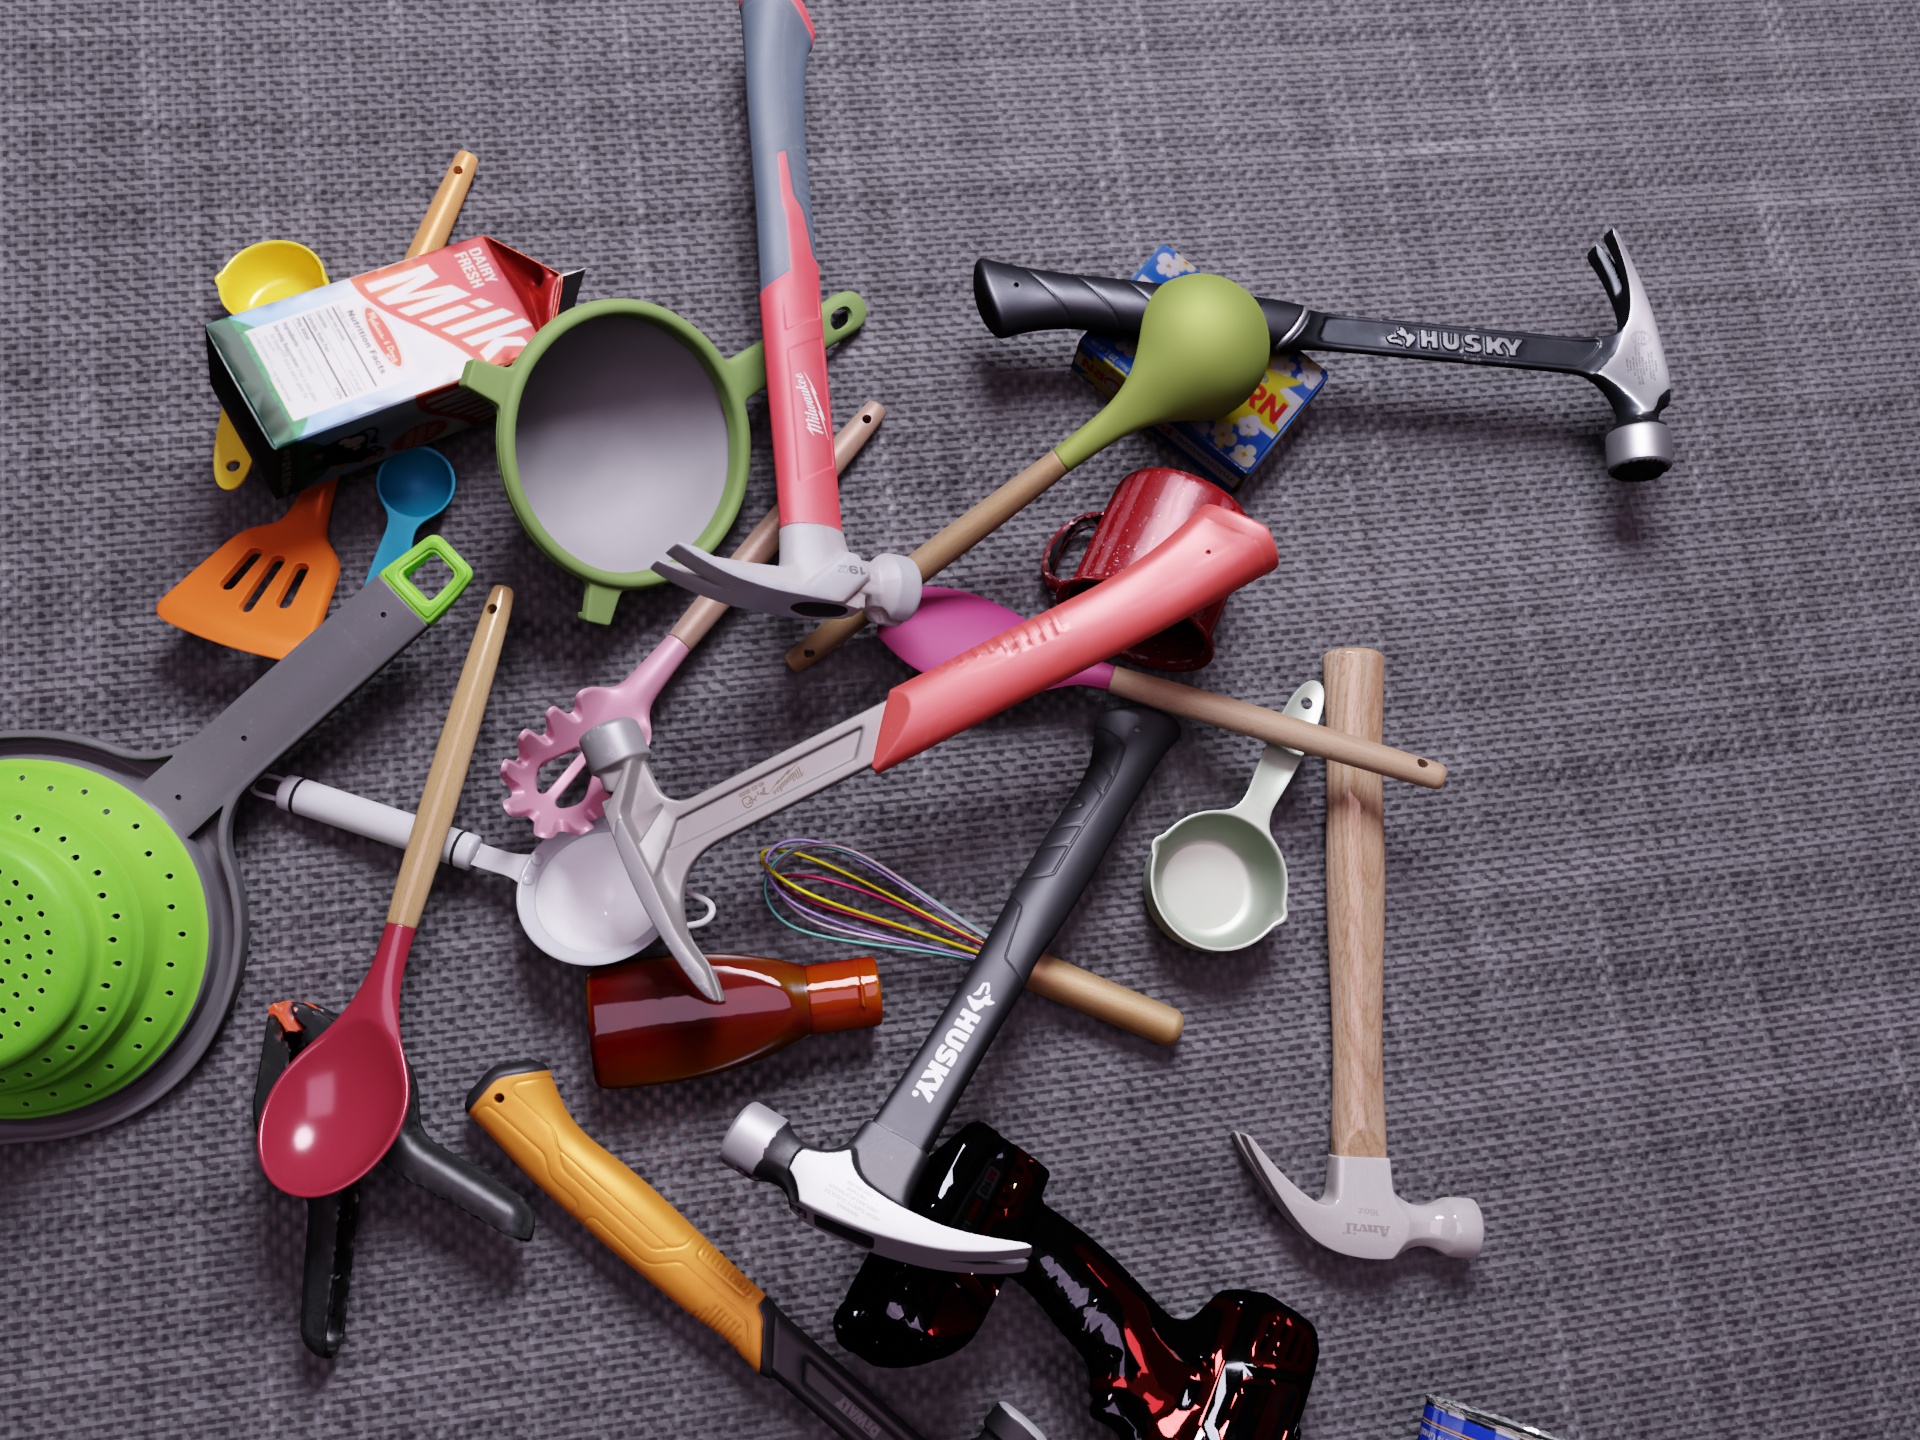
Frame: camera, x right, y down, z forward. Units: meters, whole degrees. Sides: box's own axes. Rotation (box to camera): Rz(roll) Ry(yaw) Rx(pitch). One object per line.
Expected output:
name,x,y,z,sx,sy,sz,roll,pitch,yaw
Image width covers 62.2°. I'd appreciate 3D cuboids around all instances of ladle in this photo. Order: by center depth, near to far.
ladle,-0.273,0.077,0.794,0.069,0.031,0.315,10,73,7
ladle,0.032,-0.128,0.871,0.320,0.062,0.078,-36,108,8

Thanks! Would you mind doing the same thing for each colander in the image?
colander,-0.396,0.049,0.758,0.397,0.094,0.204,-44,94,-7

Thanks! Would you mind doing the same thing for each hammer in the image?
hammer,-0.121,0.298,0.794,0.337,0.034,0.127,41,75,4
hammer,-0.001,-0.003,0.795,0.359,0.036,0.149,-26,81,-4
hammer,0.032,0.117,0.802,0.146,0.035,0.335,26,57,14
hammer,-0.105,-0.240,0.857,0.143,0.038,0.387,7,68,-36
hammer,0.215,0.122,0.876,0.130,0.031,0.331,4,76,-6
hammer,0.210,-0.229,0.913,0.409,0.036,0.149,5,75,-6

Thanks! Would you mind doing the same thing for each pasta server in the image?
pasta server,-0.134,-0.063,0.862,0.060,0.040,0.316,39,70,-7

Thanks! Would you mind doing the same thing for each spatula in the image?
spatula,-0.332,-0.182,0.875,0.081,0.041,0.323,19,75,-4

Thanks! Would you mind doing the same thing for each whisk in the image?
whisk,0.005,0.122,0.846,0.245,0.047,0.051,23,74,-4

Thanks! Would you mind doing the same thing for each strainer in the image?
strainer,-0.249,0.070,0.829,0.258,0.050,0.087,18,59,4
strainer,-0.158,-0.177,0.883,0.256,0.069,0.151,-41,122,-32

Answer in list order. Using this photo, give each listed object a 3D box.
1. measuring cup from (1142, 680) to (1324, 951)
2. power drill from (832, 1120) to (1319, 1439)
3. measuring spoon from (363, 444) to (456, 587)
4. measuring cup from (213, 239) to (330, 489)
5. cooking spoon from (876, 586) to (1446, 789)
measuring cup,0.158,0.052,0.883,0.083,0.038,0.168,30,74,1
power drill,0.053,0.323,0.763,0.226,0.080,0.188,34,53,0
measuring spoon,-0.309,-0.087,0.872,0.042,0.021,0.128,15,85,-4
measuring cup,-0.380,-0.190,0.867,0.062,0.029,0.157,3,69,-2
cooking spoon,0.108,-0.016,0.871,0.319,0.017,0.069,17,51,7
